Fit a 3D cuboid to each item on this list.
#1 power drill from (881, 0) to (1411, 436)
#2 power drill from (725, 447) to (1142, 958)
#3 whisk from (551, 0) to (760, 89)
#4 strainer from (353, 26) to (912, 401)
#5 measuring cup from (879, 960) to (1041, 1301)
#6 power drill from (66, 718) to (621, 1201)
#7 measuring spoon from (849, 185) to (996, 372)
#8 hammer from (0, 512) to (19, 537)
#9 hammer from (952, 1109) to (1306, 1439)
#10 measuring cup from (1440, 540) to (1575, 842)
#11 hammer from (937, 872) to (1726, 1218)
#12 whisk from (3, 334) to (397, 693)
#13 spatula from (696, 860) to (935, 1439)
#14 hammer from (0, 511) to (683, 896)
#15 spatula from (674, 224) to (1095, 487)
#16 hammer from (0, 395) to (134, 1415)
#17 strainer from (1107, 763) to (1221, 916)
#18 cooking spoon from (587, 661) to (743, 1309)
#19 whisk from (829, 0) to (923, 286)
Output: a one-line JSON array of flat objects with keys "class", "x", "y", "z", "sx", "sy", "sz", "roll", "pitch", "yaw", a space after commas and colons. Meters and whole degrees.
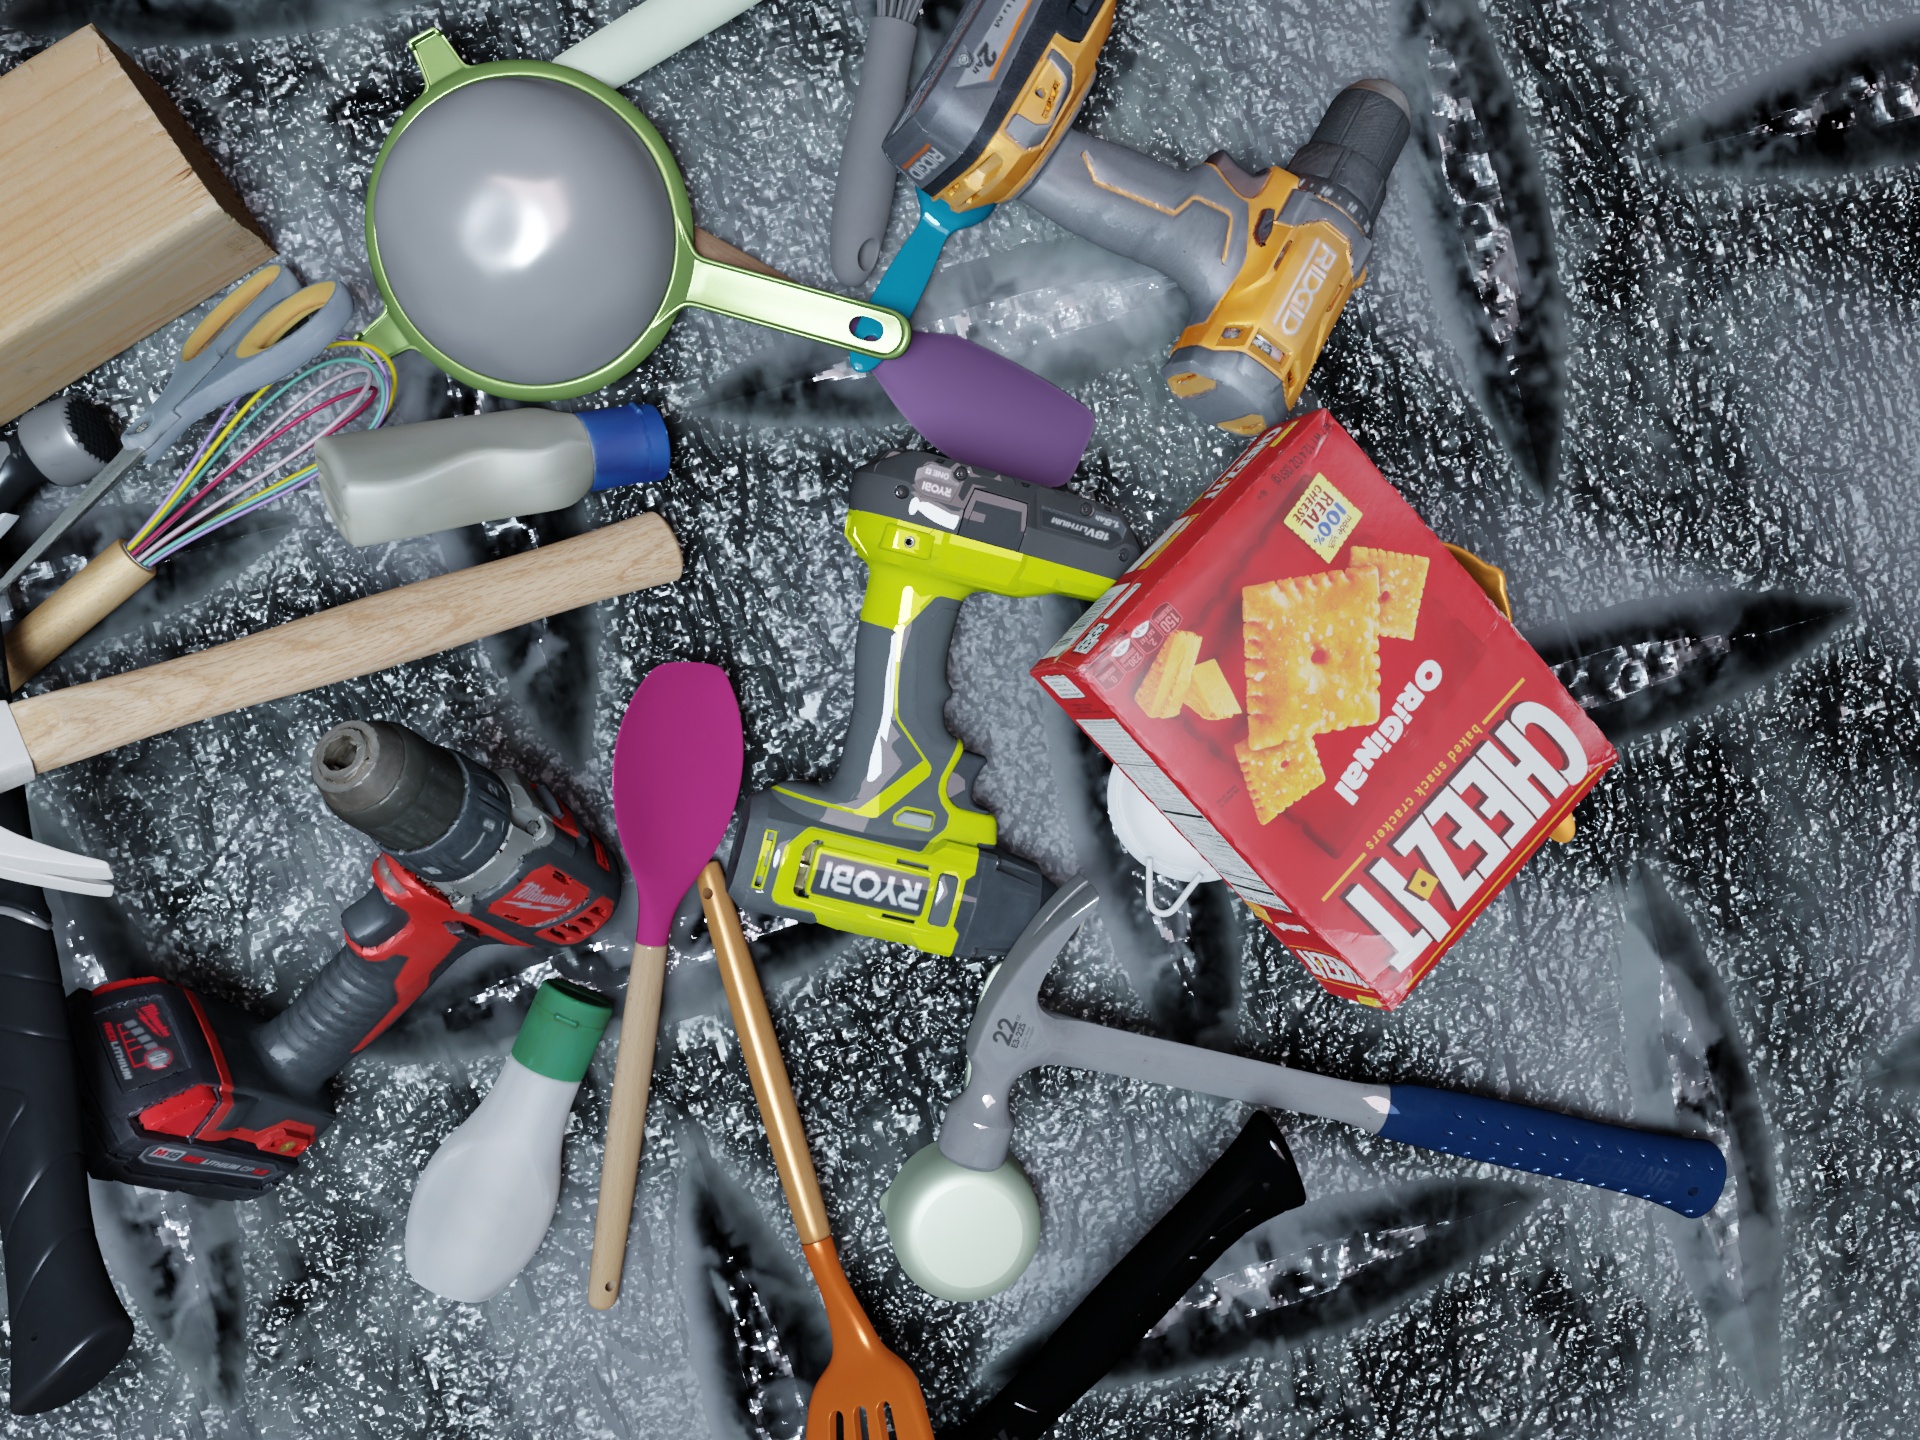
[{"class": "power drill", "x": 0.100, "y": -0.267, "z": 0.739, "sx": 0.226, "sy": 0.084, "sz": 0.185, "roll": 32, "pitch": 81, "yaw": -18}, {"class": "power drill", "x": -0.001, "y": -0.002, "z": 0.751, "sx": 0.171, "sy": 0.080, "sz": 0.223, "roll": 14, "pitch": 94, "yaw": -13}, {"class": "whisk", "x": -0.082, "y": -0.342, "z": 0.709, "sx": 0.246, "sy": 0.057, "sz": 0.059, "roll": -25, "pitch": 59, "yaw": 14}, {"class": "strainer", "x": -0.147, "y": -0.204, "z": 0.707, "sx": 0.256, "sy": 0.069, "sz": 0.151, "roll": 15, "pitch": 101, "yaw": -3}, {"class": "measuring cup", "x": 0.010, "y": 0.203, "z": 0.779, "sx": 0.083, "sy": 0.038, "sz": 0.167, "roll": 9, "pitch": 94, "yaw": -8}, {"class": "power drill", "x": -0.270, "y": 0.096, "z": 0.671, "sx": 0.226, "sy": 0.187, "sz": 0.080, "roll": -37, "pitch": 63, "yaw": -2}, {"class": "measuring spoon", "x": -0.019, "y": -0.221, "z": 0.753, "sx": 0.042, "sy": 0.021, "sz": 0.129, "roll": 28, "pitch": 79, "yaw": -9}, {"class": "hammer", "x": -0.417, "y": -0.199, "z": 0.616, "sx": 0.128, "sy": 0.033, "sz": 0.331, "roll": 12, "pitch": 92, "yaw": -7}, {"class": "hammer", "x": 0.039, "y": 0.312, "z": 0.758, "sx": 0.146, "sy": 0.035, "sz": 0.334, "roll": 39, "pitch": 100, "yaw": -6}, {"class": "measuring cup", "x": 0.246, "y": -0.011, "z": 0.793, "sx": 0.095, "sy": 0.052, "sz": 0.173, "roll": -38, "pitch": 99, "yaw": -4}, {"class": "hammer", "x": 0.199, "y": 0.184, "z": 0.781, "sx": 0.405, "sy": 0.035, "sz": 0.144, "roll": 15, "pitch": 100, "yaw": -14}, {"class": "whisk", "x": -0.352, "y": -0.086, "z": 0.720, "sx": 0.245, "sy": 0.047, "sz": 0.051, "roll": -40, "pitch": 85, "yaw": 1}, {"class": "spatula", "x": -0.078, "y": 0.223, "z": 0.748, "sx": 0.081, "sy": 0.041, "sz": 0.323, "roll": -19, "pitch": 85, "yaw": 19}, {"class": "hammer", "x": -0.267, "y": -0.028, "z": 0.665, "sx": 0.331, "sy": 0.031, "sz": 0.130, "roll": -22, "pitch": 76, "yaw": -31}, {"class": "spatula", "x": -0.080, "y": -0.198, "z": 0.757, "sx": 0.316, "sy": 0.018, "sz": 0.060, "roll": 28, "pitch": 78, "yaw": -8}, {"class": "hammer", "x": -0.385, "y": 0.063, "z": 0.634, "sx": 0.149, "sy": 0.036, "sz": 0.409, "roll": -23, "pitch": 68, "yaw": 5}, {"class": "strainer", "x": 0.135, "y": -0.026, "z": 0.785, "sx": 0.087, "sy": 0.050, "sz": 0.258, "roll": 17, "pitch": 87, "yaw": 7}, {"class": "cooking spoon", "x": -0.149, "y": 0.128, "z": 0.748, "sx": 0.068, "sy": 0.017, "sz": 0.319, "roll": 1, "pitch": 102, "yaw": -42}, {"class": "whisk", "x": -0.030, "y": -0.323, "z": 0.745, "sx": 0.055, "sy": 0.055, "sz": 0.239, "roll": 10, "pitch": 95, "yaw": -8}]
